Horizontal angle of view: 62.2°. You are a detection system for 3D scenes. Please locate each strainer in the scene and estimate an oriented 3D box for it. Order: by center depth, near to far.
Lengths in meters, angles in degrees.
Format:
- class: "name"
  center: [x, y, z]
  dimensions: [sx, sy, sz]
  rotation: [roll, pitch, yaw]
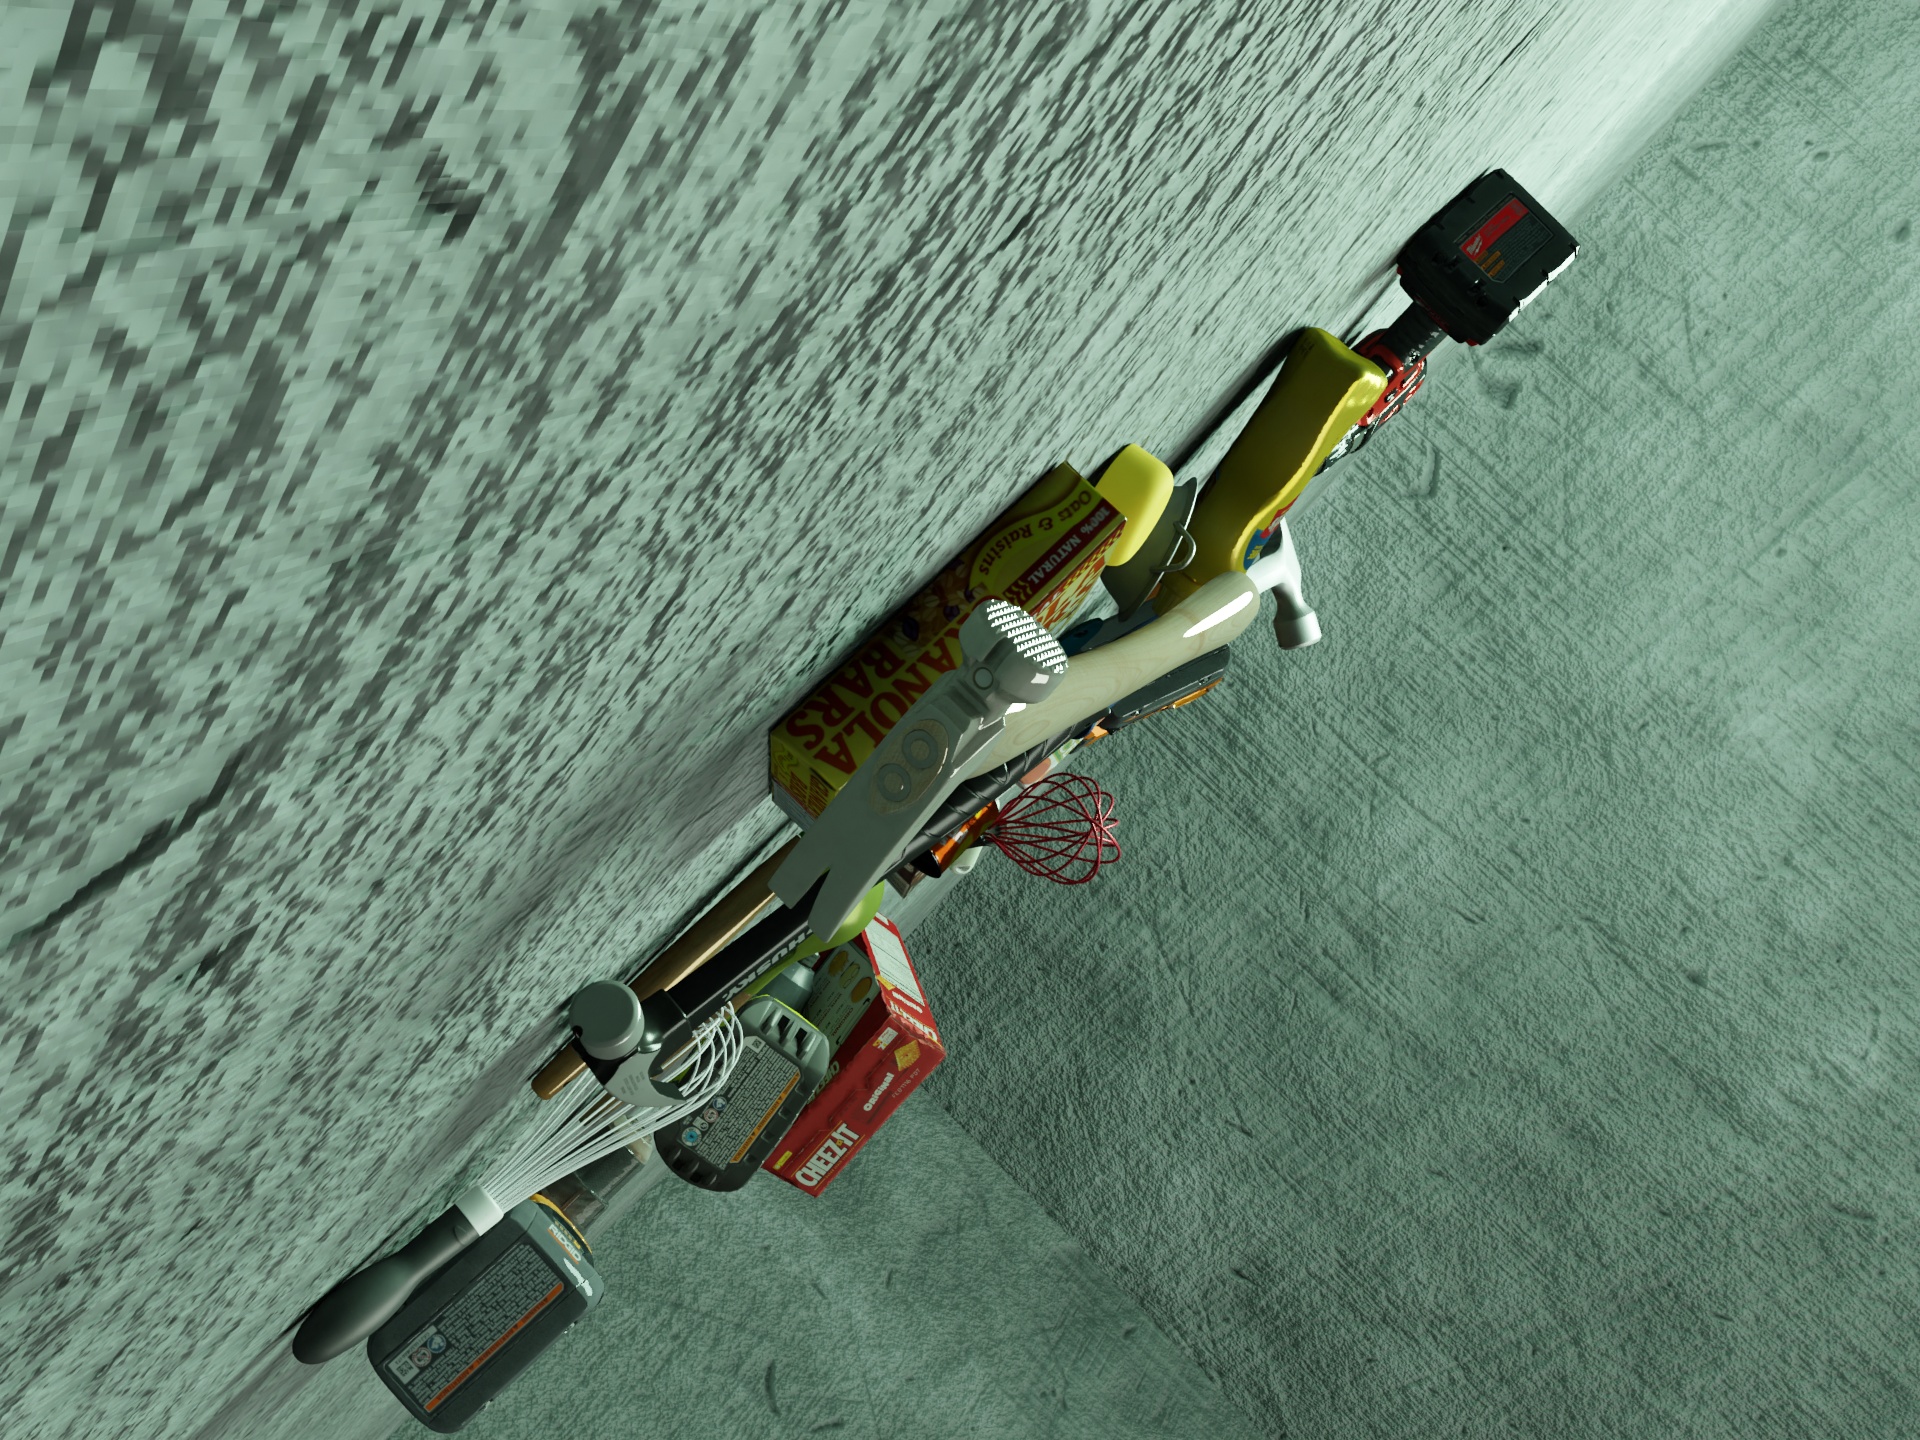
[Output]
- class: "strainer"
  center: [0.101, -0.099, 0.915]
  dimensions: [0.087, 0.050, 0.258]
  rotation: [-63, 178, 5]

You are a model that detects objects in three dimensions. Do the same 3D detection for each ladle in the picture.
- class: "ladle"
  center: [-0.158, 0.171, 1.005]
  dimensions: [0.320, 0.062, 0.078]
  rotation: [-41, 180, 29]

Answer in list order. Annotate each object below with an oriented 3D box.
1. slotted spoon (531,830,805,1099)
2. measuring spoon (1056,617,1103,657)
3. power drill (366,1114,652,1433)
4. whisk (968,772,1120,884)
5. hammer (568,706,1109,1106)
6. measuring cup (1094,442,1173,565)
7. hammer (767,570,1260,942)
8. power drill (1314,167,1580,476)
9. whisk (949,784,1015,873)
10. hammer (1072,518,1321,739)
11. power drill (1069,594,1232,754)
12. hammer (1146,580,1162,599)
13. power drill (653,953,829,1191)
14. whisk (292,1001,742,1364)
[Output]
- class: "slotted spoon"
  center: [-0.099, 0.081, 0.819]
  dimensions: [0.314, 0.031, 0.070]
  rotation: [-43, 166, -8]
- class: "measuring spoon"
  center: [0.027, -0.028, 0.863]
  dimensions: [0.128, 0.021, 0.042]
  rotation: [-36, 153, 34]
- class: "power drill"
  center: [-0.267, 0.327, 0.982]
  dimensions: [0.185, 0.084, 0.226]
  rotation: [-41, -178, -14]
- class: "whisk"
  center: [0.031, 0.076, 1.115]
  dimensions: [0.073, 0.073, 0.296]
  rotation: [-43, -168, -20]
- class: "hammer"
  center: [-0.050, 0.079, 0.821]
  dimensions: [0.335, 0.035, 0.146]
  rotation: [-37, 160, -21]
- class: "measuring cup"
  center: [0.061, -0.062, 0.780]
  dimensions: [0.062, 0.029, 0.156]
  rotation: [-43, 161, -55]
- class: "hammer"
  center: [0.058, -0.013, 0.732]
  dimensions: [0.146, 0.038, 0.410]
  rotation: [-51, 168, 25]
- class: "power drill"
  center: [0.294, -0.249, 1.087]
  dimensions: [0.188, 0.080, 0.226]
  rotation: [-42, 176, -28]
- class: "whisk"
  center: [0.021, 0.062, 1.282]
  dimensions: [0.057, 0.059, 0.246]
  rotation: [-1, 149, -14]
- class: "hammer"
  center: [0.155, -0.073, 1.075]
  dimensions: [0.035, 0.144, 0.405]
  rotation: [-12, -170, 32]
- class: "power drill"
  center: [0.114, -0.024, 1.269]
  dimensions: [0.164, 0.084, 0.226]
  rotation: [-25, 174, -11]
- class: "hammer"
  center: [0.165, -0.100, 1.384]
  dimensions: [0.127, 0.034, 0.337]
  rotation: [-47, 174, -2]
- class: "power drill"
  center: [-0.161, 0.253, 1.200]
  dimensions: [0.171, 0.080, 0.223]
  rotation: [-53, -173, -3]
- class: "whisk"
  center: [-0.235, 0.244, 0.867]
  dimensions: [0.284, 0.070, 0.070]
  rotation: [-37, 171, -26]
